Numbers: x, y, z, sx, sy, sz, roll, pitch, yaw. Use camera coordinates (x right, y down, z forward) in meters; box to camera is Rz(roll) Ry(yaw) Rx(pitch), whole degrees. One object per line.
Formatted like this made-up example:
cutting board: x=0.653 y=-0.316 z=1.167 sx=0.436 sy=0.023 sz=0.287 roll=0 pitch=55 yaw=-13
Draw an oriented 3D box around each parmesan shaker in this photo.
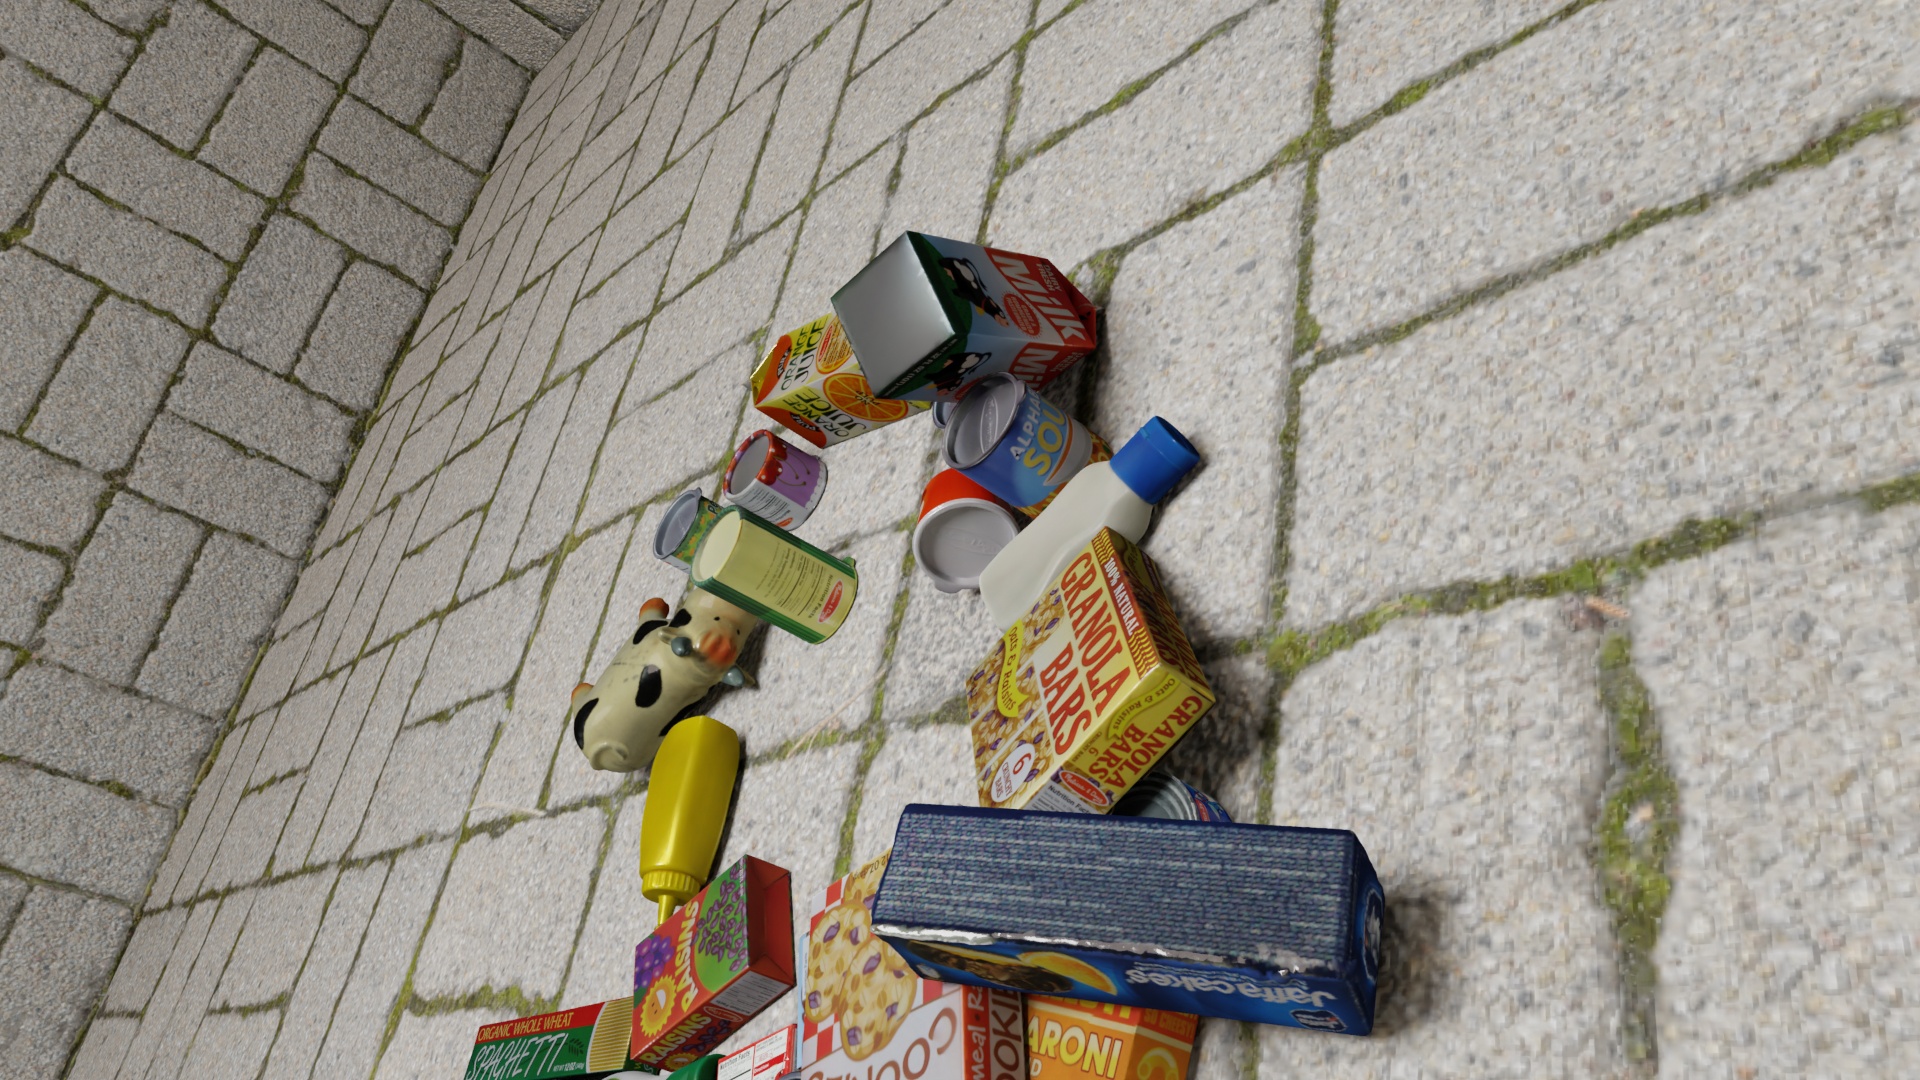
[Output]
parmesan shaker: x=-0.134 y=0.022 z=1.005 sx=0.071 sy=0.103 sz=0.072 roll=-35 pitch=38 yaw=34

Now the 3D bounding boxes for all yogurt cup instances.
yogurt cup: x=0.003 y=-0.011 z=0.881 sx=0.072 sy=0.072 sz=0.054 roll=-44 pitch=26 yaw=23

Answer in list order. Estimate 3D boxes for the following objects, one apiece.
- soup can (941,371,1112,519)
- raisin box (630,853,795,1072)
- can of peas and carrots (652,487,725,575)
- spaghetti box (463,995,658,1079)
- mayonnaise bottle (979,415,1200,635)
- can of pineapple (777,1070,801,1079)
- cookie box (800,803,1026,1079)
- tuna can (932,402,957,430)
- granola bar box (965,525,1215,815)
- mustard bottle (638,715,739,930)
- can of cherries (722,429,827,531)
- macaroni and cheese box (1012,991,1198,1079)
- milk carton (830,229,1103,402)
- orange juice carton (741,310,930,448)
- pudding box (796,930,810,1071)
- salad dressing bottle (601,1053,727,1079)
soup can: x=0.043 y=-0.055 z=0.841 sx=0.071 sy=0.083 sz=0.072 roll=-35 pitch=39 yaw=34
raisin box: x=-0.160 y=0.272 z=0.890 sx=0.123 sy=0.040 sz=0.086 roll=-42 pitch=36 yaw=24
can of peas and carrots: x=-0.220 y=-0.003 z=1.190 sx=0.070 sy=0.058 sz=0.071 roll=-34 pitch=39 yaw=33
spaghetti box: x=-0.289 y=0.367 z=1.000 sx=0.249 sy=0.028 sz=0.050 roll=-25 pitch=44 yaw=42
mayonnaise bottle: x=0.074 y=-0.007 z=0.799 sx=0.147 sy=0.041 sz=0.065 roll=-46 pitch=32 yaw=18
can of pineapple: x=-0.068 y=0.310 z=0.710 sx=0.070 sy=0.058 sz=0.071 roll=-35 pitch=39 yaw=34
cookie box: x=-0.026 y=0.228 z=0.662 sx=0.122 sy=0.040 sz=0.168 roll=-38 pitch=36 yaw=33
tuna can: x=0.014 y=-0.101 z=0.969 sx=0.071 sy=0.033 sz=0.071 roll=-34 pitch=39 yaw=34
granola bar box: x=0.059 y=0.076 z=0.708 sx=0.124 sy=0.039 sz=0.166 roll=-49 pitch=17 yaw=15
mustard bottle: x=-0.199 y=0.207 z=0.991 sx=0.065 sy=0.049 sz=0.161 roll=-28 pitch=43 yaw=40
can of cherries: x=-0.152 y=-0.051 z=1.136 sx=0.071 sy=0.058 sz=0.072 roll=-34 pitch=39 yaw=34
macaroni and cheese box: x=0.036 y=0.266 z=0.618 sx=0.123 sy=0.040 sz=0.167 roll=-10 pitch=56 yaw=52
milk carton: x=0.016 y=-0.134 z=0.873 sx=0.072 sy=0.191 sz=0.073 roll=-35 pitch=72 yaw=32
orange juice carton: x=-0.100 y=-0.131 z=1.118 sx=0.192 sy=0.072 sz=0.073 roll=-14 pitch=53 yaw=49
pudding box: x=-0.067 y=0.255 z=0.782 sx=0.049 sy=0.030 sz=0.084 roll=-38 pitch=37 yaw=28
salad dressing bottle: x=-0.190 y=0.354 z=0.858 sx=0.147 sy=0.044 sz=0.064 roll=-35 pitch=45 yaw=34
